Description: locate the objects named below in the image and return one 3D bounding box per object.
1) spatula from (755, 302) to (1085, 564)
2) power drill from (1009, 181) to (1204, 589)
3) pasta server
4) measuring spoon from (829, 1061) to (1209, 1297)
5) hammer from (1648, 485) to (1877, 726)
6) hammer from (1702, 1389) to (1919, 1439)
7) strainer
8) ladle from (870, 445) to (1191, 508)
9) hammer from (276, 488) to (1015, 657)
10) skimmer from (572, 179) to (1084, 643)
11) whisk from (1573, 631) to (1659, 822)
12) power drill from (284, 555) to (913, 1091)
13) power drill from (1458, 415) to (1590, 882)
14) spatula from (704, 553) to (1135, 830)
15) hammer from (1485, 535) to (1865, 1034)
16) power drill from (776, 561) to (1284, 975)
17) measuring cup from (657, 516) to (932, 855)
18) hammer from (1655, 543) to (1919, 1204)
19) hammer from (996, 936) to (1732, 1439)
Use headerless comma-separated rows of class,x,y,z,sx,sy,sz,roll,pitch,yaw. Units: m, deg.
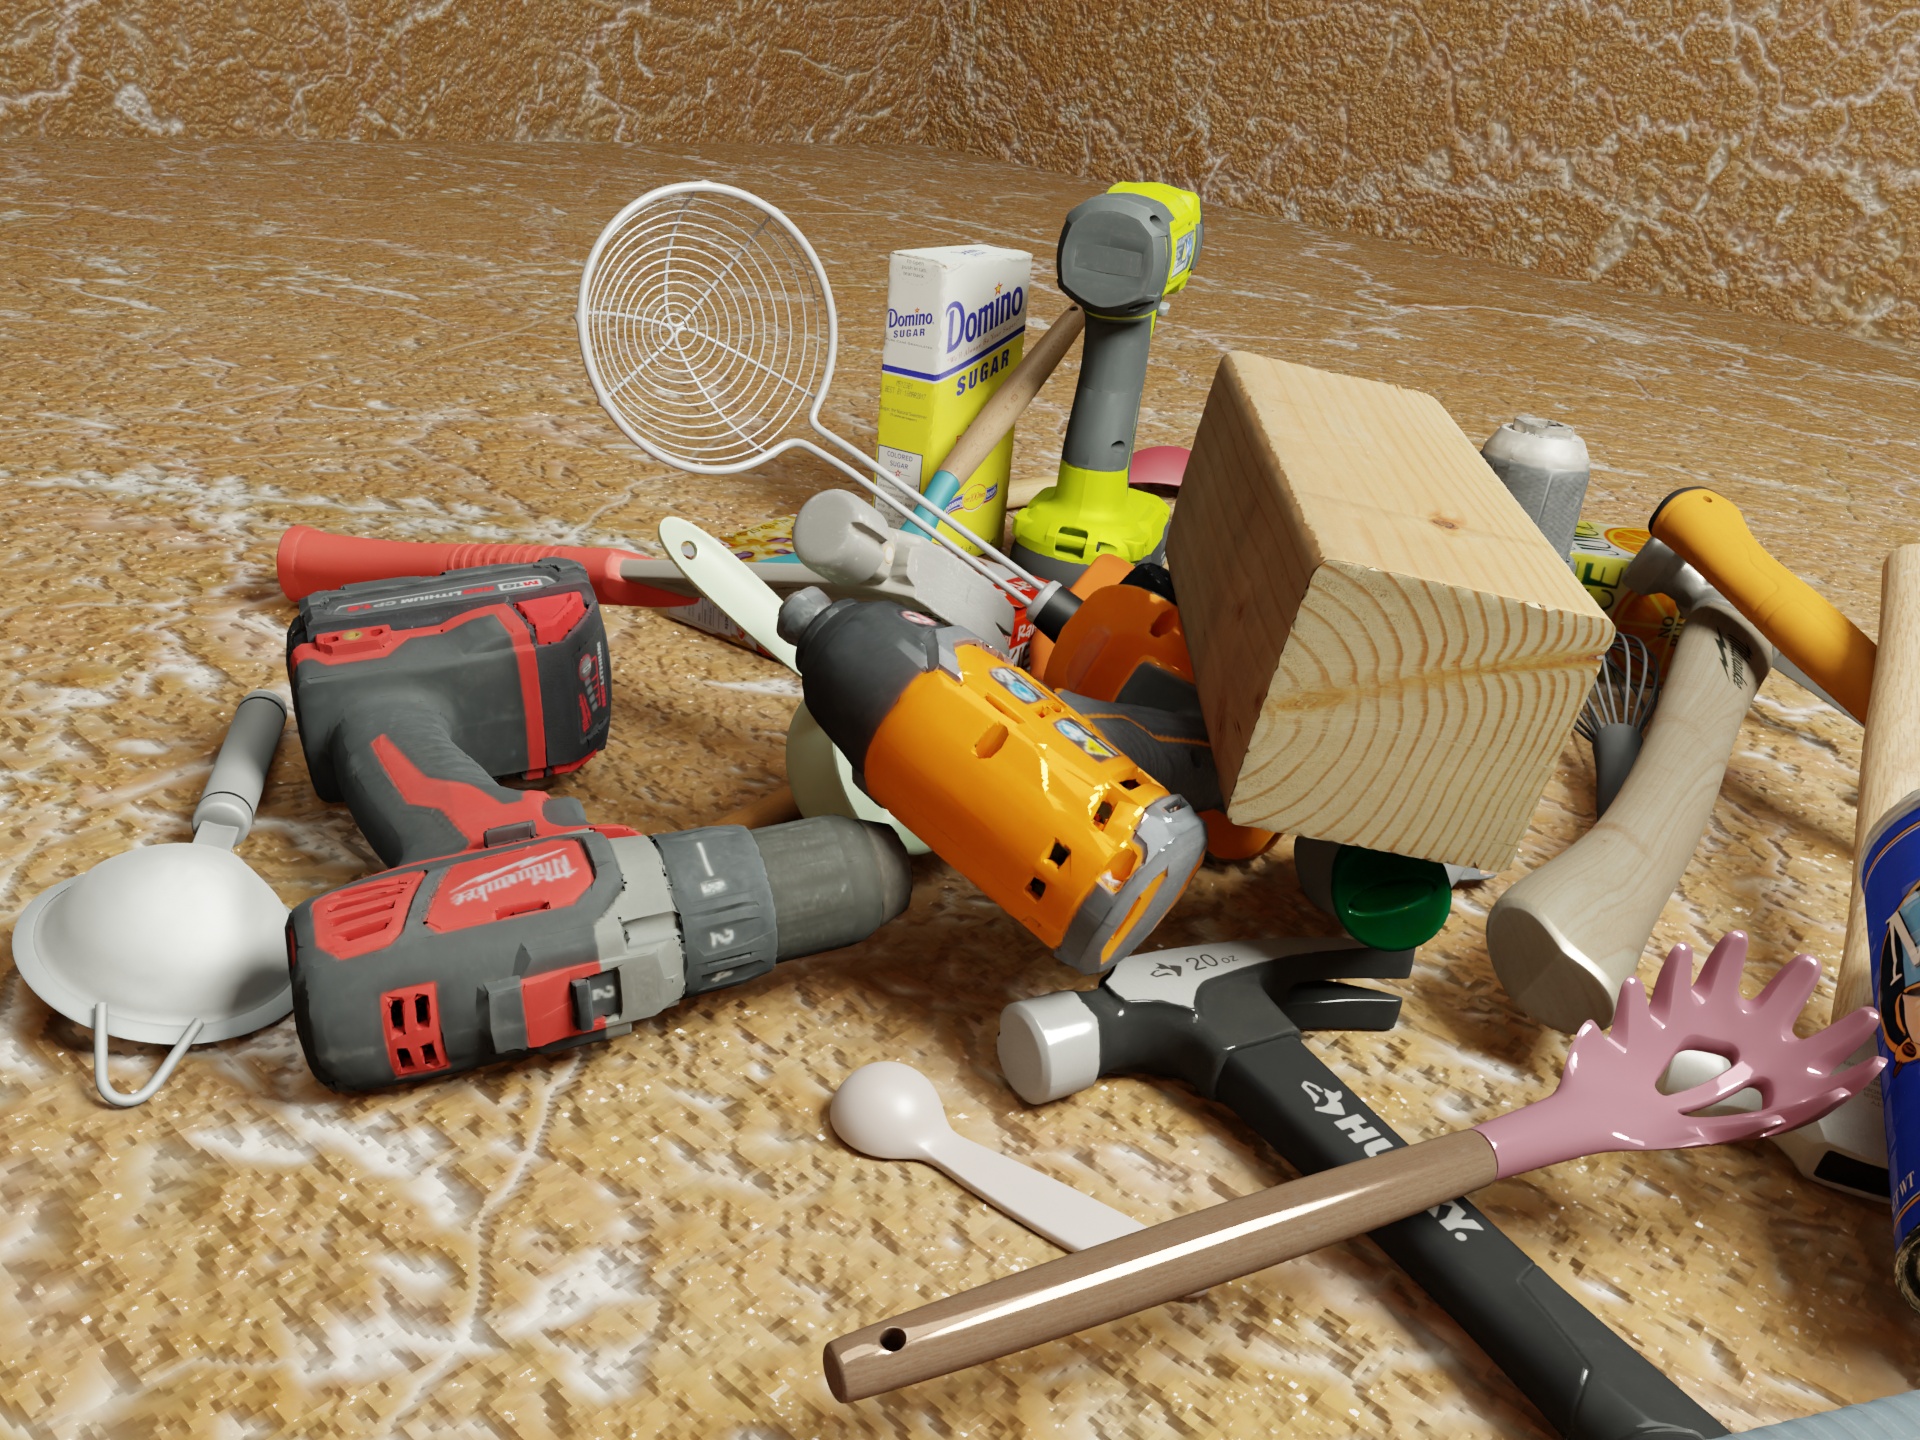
spatula,0.004,-0.151,0.849,0.082,0.044,0.318,14,48,23
power drill,0.090,-0.186,0.899,0.080,0.223,0.171,14,26,13
pasta server,0.114,0.113,0.406,0.316,0.040,0.060,-9,40,-25
measuring spoon,0.016,0.127,0.452,0.124,0.018,0.034,22,28,27
hammer,0.408,0.008,0.681,0.127,0.034,0.337,-6,45,-24
hammer,0.131,0.171,0.298,0.386,0.038,0.143,-8,29,-10
strainer,-0.259,0.036,0.552,0.086,0.050,0.259,15,18,-21
ladle,0.057,-0.154,1.059,0.315,0.031,0.069,-14,33,-35
hammer,-0.159,-0.061,0.703,0.359,0.037,0.149,4,-13,27
skimmer,-0.009,-0.098,0.706,0.363,0.090,0.127,37,75,6
whisk,0.307,0.015,0.746,0.055,0.055,0.239,12,30,11
power drill,-0.137,0.025,0.550,0.188,0.080,0.227,-11,33,-21
power drill,0.194,-0.059,0.707,0.084,0.185,0.226,3,22,-12
spatula,-0.001,-0.002,0.698,0.081,0.041,0.322,43,40,19
hammer,0.314,0.022,0.673,0.146,0.038,0.410,37,38,15
power drill,0.042,-0.002,0.583,0.164,0.084,0.226,39,25,20
measuring cup,-0.061,-0.012,0.592,0.038,0.167,0.083,-15,40,43
hammer,0.355,0.038,0.594,0.130,0.031,0.331,19,48,19
hammer,0.153,0.157,0.407,0.146,0.035,0.335,-8,29,-28
